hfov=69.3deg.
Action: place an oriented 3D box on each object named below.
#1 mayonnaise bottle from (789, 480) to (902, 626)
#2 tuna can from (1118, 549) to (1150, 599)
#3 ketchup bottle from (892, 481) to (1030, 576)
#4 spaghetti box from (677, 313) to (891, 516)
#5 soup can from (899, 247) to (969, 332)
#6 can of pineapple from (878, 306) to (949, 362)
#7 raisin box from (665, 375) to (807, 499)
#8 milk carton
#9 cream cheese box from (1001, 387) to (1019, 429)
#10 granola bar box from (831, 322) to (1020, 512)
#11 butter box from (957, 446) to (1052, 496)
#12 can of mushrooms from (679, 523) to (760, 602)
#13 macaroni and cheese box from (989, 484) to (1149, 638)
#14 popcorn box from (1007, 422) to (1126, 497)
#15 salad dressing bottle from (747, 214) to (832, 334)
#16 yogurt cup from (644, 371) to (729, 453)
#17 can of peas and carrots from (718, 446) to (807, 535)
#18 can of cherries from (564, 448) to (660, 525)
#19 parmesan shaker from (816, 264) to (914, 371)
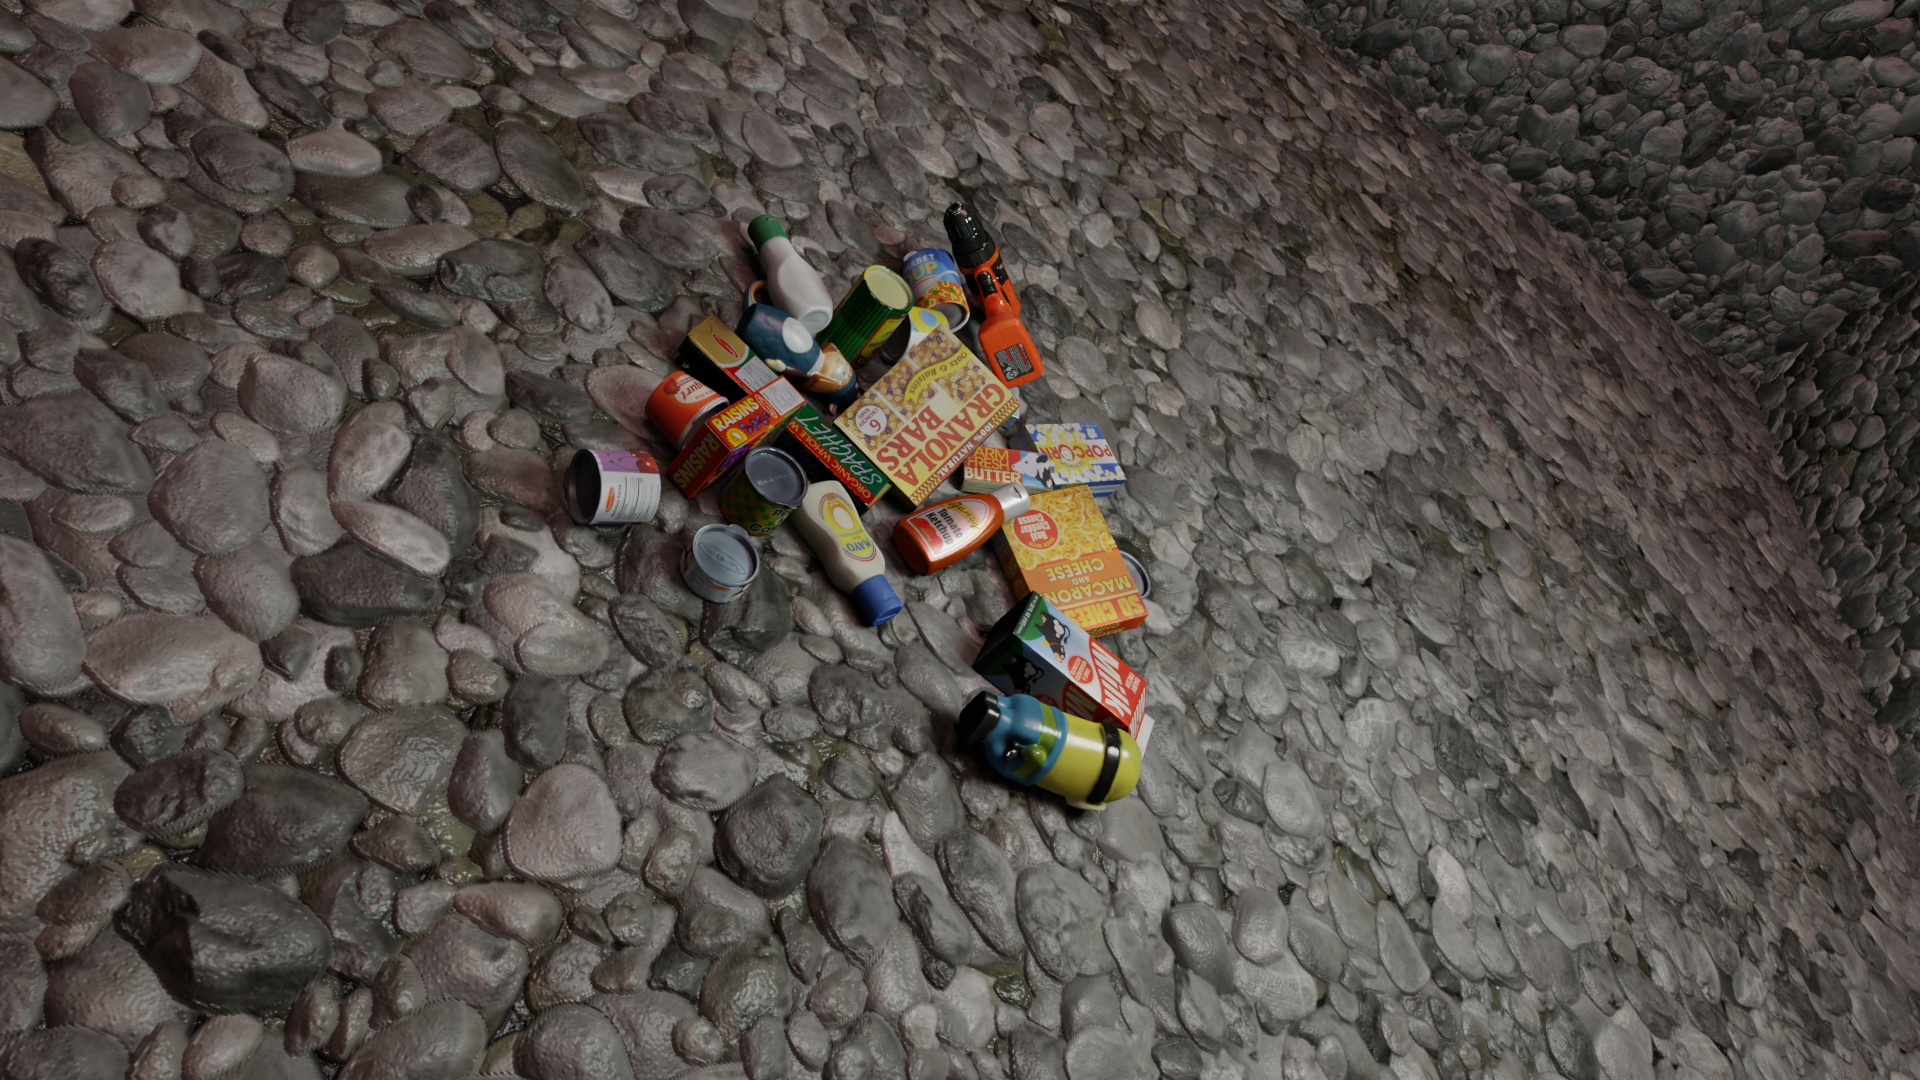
[{"bbox_3d":[-0.108,0.012,1.341,0.065,0.041,0.148,-16,67,-48],"label":"mayonnaise bottle"},{"bbox_3d":[0.175,0.046,1.555,0.071,0.032,0.071,23,45,-24],"label":"tuna can"},{"bbox_3d":[0.005,-0.018,1.430,0.149,0.043,0.065,-26,70,-32],"label":"ketchup bottle"},{"bbox_3d":[-0.176,-0.123,1.397,0.250,0.028,0.050,44,43,-6],"label":"spaghetti box"},{"bbox_3d":[-0.032,-0.294,1.643,0.071,0.071,0.084,8,52,-36],"label":"soup can"},{"bbox_3d":[-0.054,-0.233,1.575,0.058,0.070,0.071,3,55,-39],"label":"can of pineapple"},{"bbox_3d":[-0.211,-0.098,1.314,0.040,0.085,0.124,49,40,-1],"label":"raisin box"},{"bbox_3d":[0.115,0.146,1.389,0.190,0.073,0.073,39,41,-8],"label":"milk carton"},{"bbox_3d":[0.020,-0.172,1.618,0.104,0.024,0.053,22,46,-25],"label":"cream cheese box"},{"bbox_3d":[-0.037,-0.129,1.464,0.124,0.039,0.166,45,71,0],"label":"granola bar box"},{"bbox_3d":[0.049,-0.075,1.534,0.103,0.024,0.053,6,51,-11],"label":"butter box"},{"bbox_3d":[-0.216,0.019,1.251,0.071,0.033,0.071,22,45,-24],"label":"can of mushrooms"},{"bbox_3d":[0.112,0.028,1.488,0.124,0.040,0.167,-11,64,-25],"label":"macaroni and cheese box"},{"bbox_3d":[0.126,-0.093,1.627,0.127,0.038,0.085,-6,62,-42],"label":"popcorn box"},{"bbox_3d":[-0.188,-0.291,1.507,0.064,0.043,0.148,-5,56,-40],"label":"salad dressing bottle"},{"bbox_3d":[-0.261,-0.123,1.313,0.054,0.072,0.073,40,40,7],"label":"yogurt cup"},{"bbox_3d":[-0.185,-0.044,1.311,0.071,0.058,0.071,23,46,-25],"label":"can of peas and carrots"},{"bbox_3d":[-0.304,-0.048,1.212,0.058,0.071,0.072,-1,58,-41],"label":"can of cherries"},{"bbox_3d":[-0.104,-0.240,1.510,0.071,0.102,0.072,23,45,-25],"label":"parmesan shaker"}]
